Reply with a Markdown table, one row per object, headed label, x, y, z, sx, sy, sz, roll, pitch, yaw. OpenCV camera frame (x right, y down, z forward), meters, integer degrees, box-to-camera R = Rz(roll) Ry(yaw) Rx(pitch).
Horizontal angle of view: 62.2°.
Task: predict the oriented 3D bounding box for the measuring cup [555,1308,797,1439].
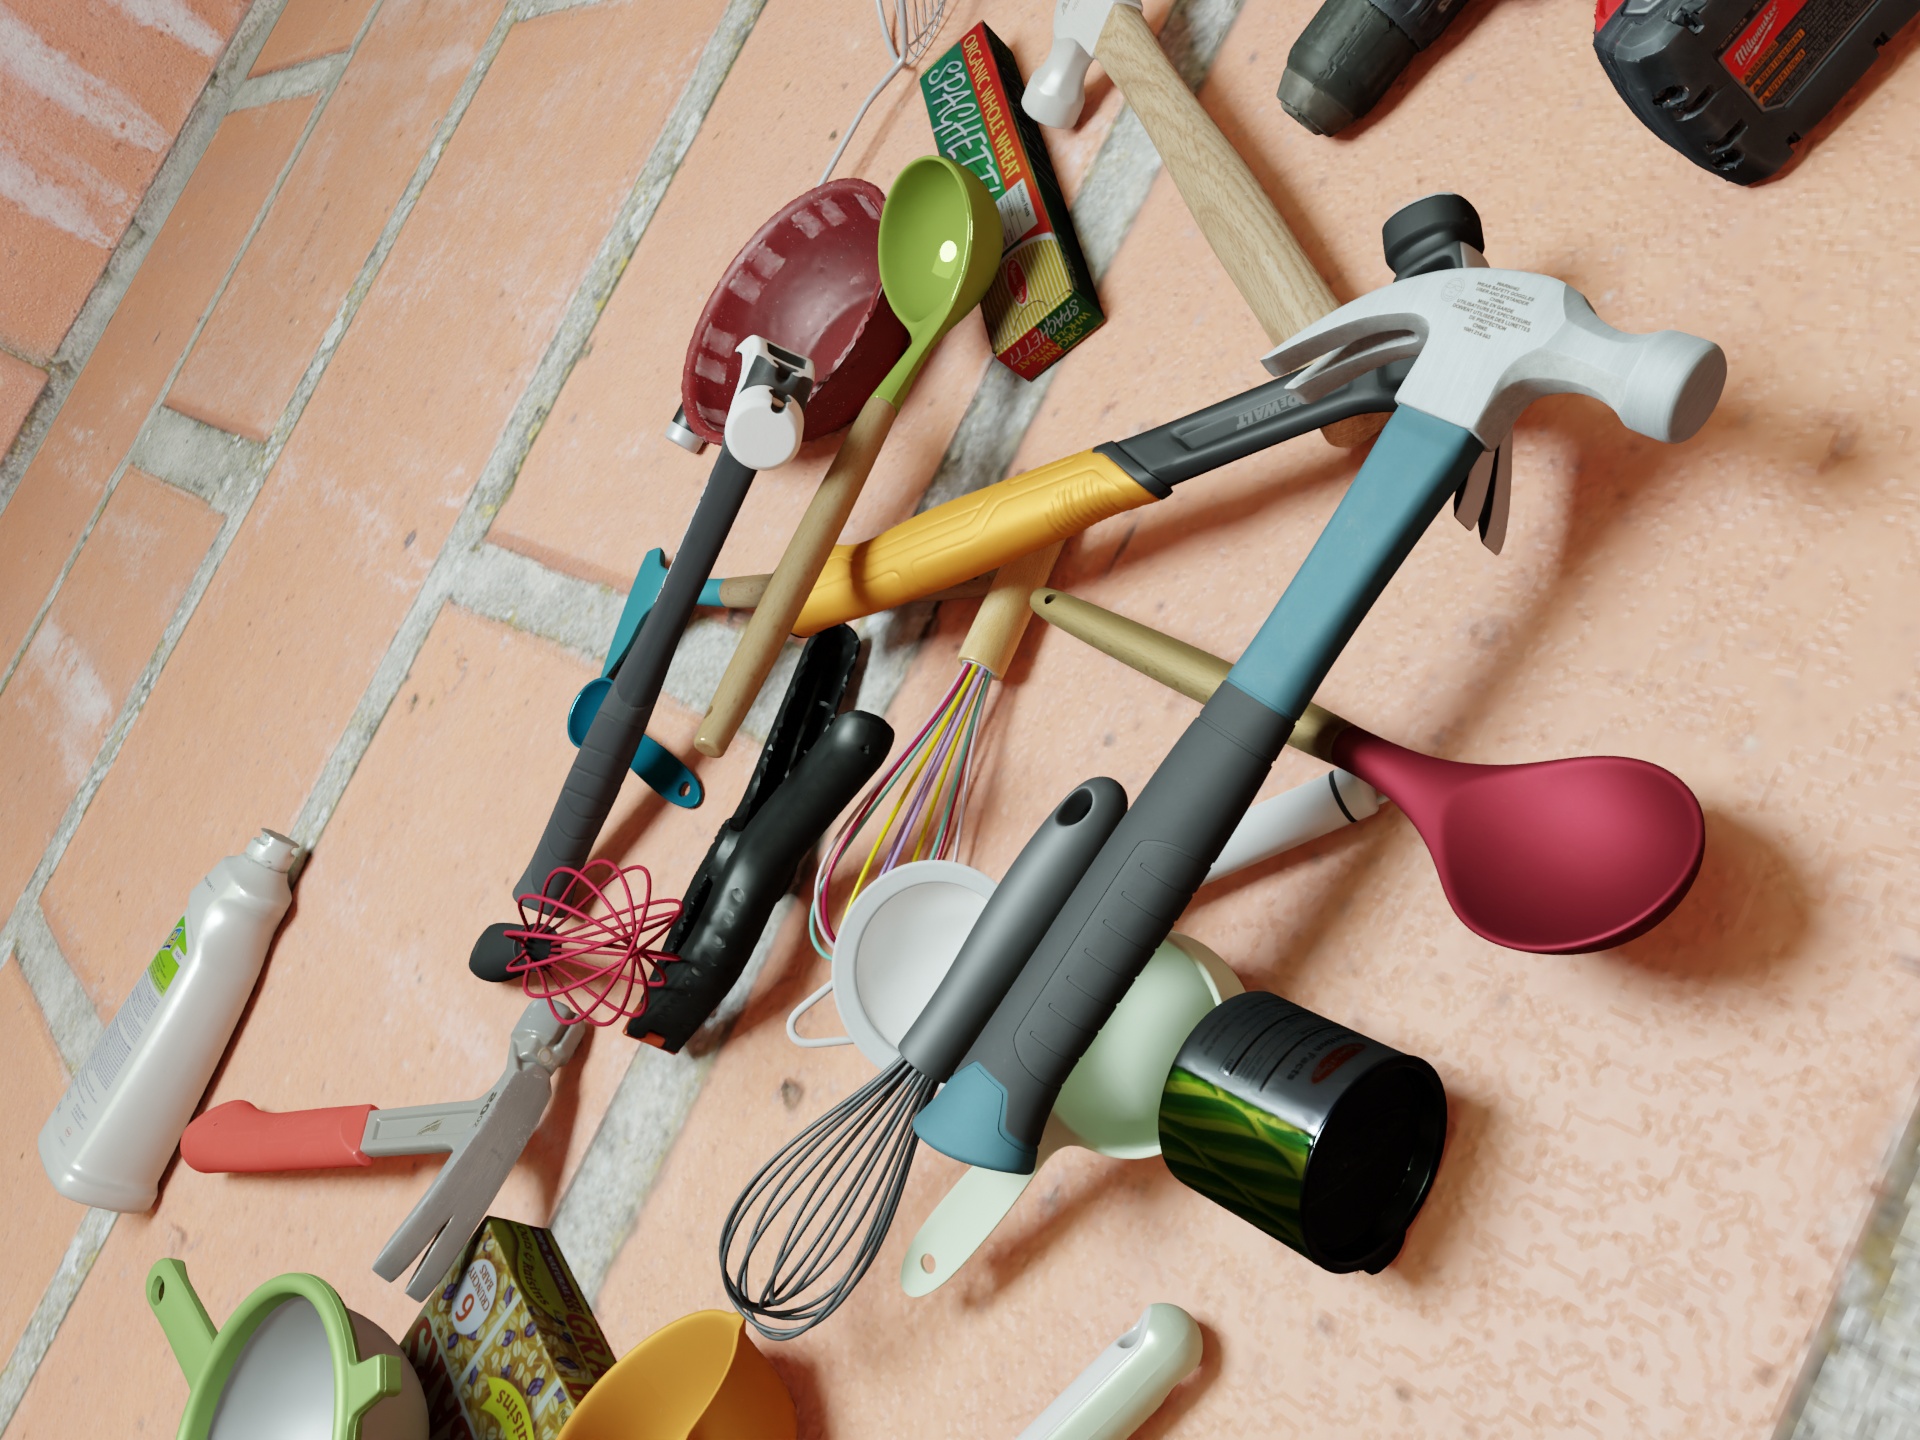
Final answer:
| label | x | y | z | sx | sy | sz | roll | pitch | yaw |
| --- | --- | --- | --- | --- | --- | --- | --- | --- | --- |
| measuring cup | -0.088 | 0.272 | 0.547 | 0.095 | 0.052 | 0.174 | -38 | 15 | -14 |

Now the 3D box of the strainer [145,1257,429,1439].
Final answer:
| label | x | y | z | sx | sy | sz | roll | pitch | yaw |
| --- | --- | --- | --- | --- | --- | --- | --- | --- | --- |
| strainer | -0.305 | 0.307 | 0.715 | 0.256 | 0.069 | 0.151 | 15 | 82 | 50 |

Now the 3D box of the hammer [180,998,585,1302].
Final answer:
| label | x | y | z | sx | sy | sz | roll | pitch | yaw |
| --- | --- | --- | --- | --- | --- | --- | --- | --- | --- |
| hammer | -0.341 | 0.233 | 0.857 | 0.359 | 0.036 | 0.149 | -17 | 35 | 42 |

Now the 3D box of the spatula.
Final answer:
| label | x | y | z | sx | sy | sz | roll | pitch | yaw |
| --- | --- | --- | --- | --- | --- | --- | --- | --- | --- |
| spatula | -0.093 | -0.063 | 0.817 | 0.318 | 0.044 | 0.082 | 2 | 68 | 41 |

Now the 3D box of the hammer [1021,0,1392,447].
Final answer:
| label | x | y | z | sx | sy | sz | roll | pitch | yaw |
| --- | --- | --- | --- | --- | --- | --- | --- | --- | --- |
| hammer | 0.107 | -0.241 | 0.687 | 0.130 | 0.031 | 0.332 | 116 | 144 | -44 |

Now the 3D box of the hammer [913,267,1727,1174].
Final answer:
| label | x | y | z | sx | sy | sz | roll | pitch | yaw |
| --- | --- | --- | --- | --- | --- | --- | --- | --- | --- |
| hammer | 0.088 | 0.006 | 0.501 | 0.128 | 0.033 | 0.331 | 38 | 98 | 40 |

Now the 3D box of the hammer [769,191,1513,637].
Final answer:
| label | x | y | z | sx | sy | sz | roll | pitch | yaw |
| --- | --- | --- | --- | --- | --- | --- | --- | --- | --- |
| hammer | 0.049 | -0.083 | 0.626 | 0.337 | 0.034 | 0.127 | -16 | 63 | 37 |

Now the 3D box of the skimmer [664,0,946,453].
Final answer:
| label | x | y | z | sx | sy | sz | roll | pitch | yaw |
| --- | --- | --- | --- | --- | --- | --- | --- | --- | --- |
| skimmer | -0.106 | -0.337 | 0.938 | 0.363 | 0.090 | 0.127 | -61 | 8 | 2 |

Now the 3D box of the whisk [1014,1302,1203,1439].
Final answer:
| label | x | y | z | sx | sy | sz | roll | pitch | yaw |
| --- | --- | --- | --- | --- | --- | --- | --- | --- | --- |
| whisk | -0.011 | 0.277 | 0.516 | 0.246 | 0.059 | 0.058 | -47 | -3 | 8 |

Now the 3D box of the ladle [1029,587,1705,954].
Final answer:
| label | x | y | z | sx | sy | sz | roll | pitch | yaw |
| --- | --- | --- | --- | --- | --- | --- | --- | --- | --- |
| ladle | 0.112 | 0.000 | 0.540 | 0.069 | 0.031 | 0.316 | -46 | 36 | -8 |

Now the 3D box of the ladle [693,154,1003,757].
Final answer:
| label | x | y | z | sx | sy | sz | roll | pitch | yaw |
| --- | --- | --- | --- | --- | --- | --- | --- | --- | --- |
| ladle | -0.054 | -0.124 | 0.691 | 0.078 | 0.062 | 0.320 | -26 | 36 | 54 |

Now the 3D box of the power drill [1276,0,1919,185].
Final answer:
| label | x | y | z | sx | sy | sz | roll | pitch | yaw |
| --- | --- | --- | --- | --- | --- | --- | --- | --- | --- |
| power drill | 0.222 | -0.277 | 0.584 | 0.188 | 0.080 | 0.227 | -51 | 37 | 20 |

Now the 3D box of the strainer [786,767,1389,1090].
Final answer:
| label | x | y | z | sx | sy | sz | roll | pitch | yaw |
| --- | --- | --- | --- | --- | --- | --- | --- | --- | --- |
| strainer | 0.049 | 0.069 | 0.582 | 0.258 | 0.050 | 0.087 | -27 | 78 | 25 |

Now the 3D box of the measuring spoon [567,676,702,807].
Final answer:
| label | x | y | z | sx | sy | sz | roll | pitch | yaw |
| --- | --- | --- | --- | --- | --- | --- | --- | --- | --- |
| measuring spoon | -0.169 | 0.017 | 0.854 | 0.129 | 0.021 | 0.042 | 34 | 93 | 40 |

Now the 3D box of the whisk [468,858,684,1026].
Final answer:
| label | x | y | z | sx | sy | sz | roll | pitch | yaw |
| --- | --- | --- | --- | --- | --- | --- | --- | --- | --- |
| whisk | -0.195 | 0.107 | 0.747 | 0.296 | 0.073 | 0.073 | -18 | 53 | 61 |

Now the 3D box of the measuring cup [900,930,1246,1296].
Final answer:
| label | x | y | z | sx | sy | sz | roll | pitch | yaw |
| --- | --- | --- | --- | --- | --- | --- | --- | --- | --- |
| measuring cup | 0.037 | 0.141 | 0.550 | 0.167 | 0.038 | 0.083 | -52 | 57 | 19 |

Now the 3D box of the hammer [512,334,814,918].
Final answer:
| label | x | y | z | sx | sy | sz | roll | pitch | yaw |
| --- | --- | --- | --- | --- | --- | --- | --- | --- | --- |
| hammer | -0.151 | -0.035 | 0.780 | 0.334 | 0.035 | 0.146 | -61 | 16 | 25 |

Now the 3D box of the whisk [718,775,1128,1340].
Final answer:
| label | x | y | z | sx | sy | sz | roll | pitch | yaw |
| --- | --- | --- | --- | --- | --- | --- | --- | --- | --- |
| whisk | -0.013 | 0.119 | 0.565 | 0.239 | 0.055 | 0.055 | -56 | 41 | 6 |

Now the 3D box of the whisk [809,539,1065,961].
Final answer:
| label | x | y | z | sx | sy | sz | roll | pitch | yaw |
| --- | --- | --- | --- | --- | --- | --- | --- | --- | --- |
| whisk | -0.001 | -0.002 | 0.676 | 0.051 | 0.047 | 0.245 | 9 | 69 | 49 |
